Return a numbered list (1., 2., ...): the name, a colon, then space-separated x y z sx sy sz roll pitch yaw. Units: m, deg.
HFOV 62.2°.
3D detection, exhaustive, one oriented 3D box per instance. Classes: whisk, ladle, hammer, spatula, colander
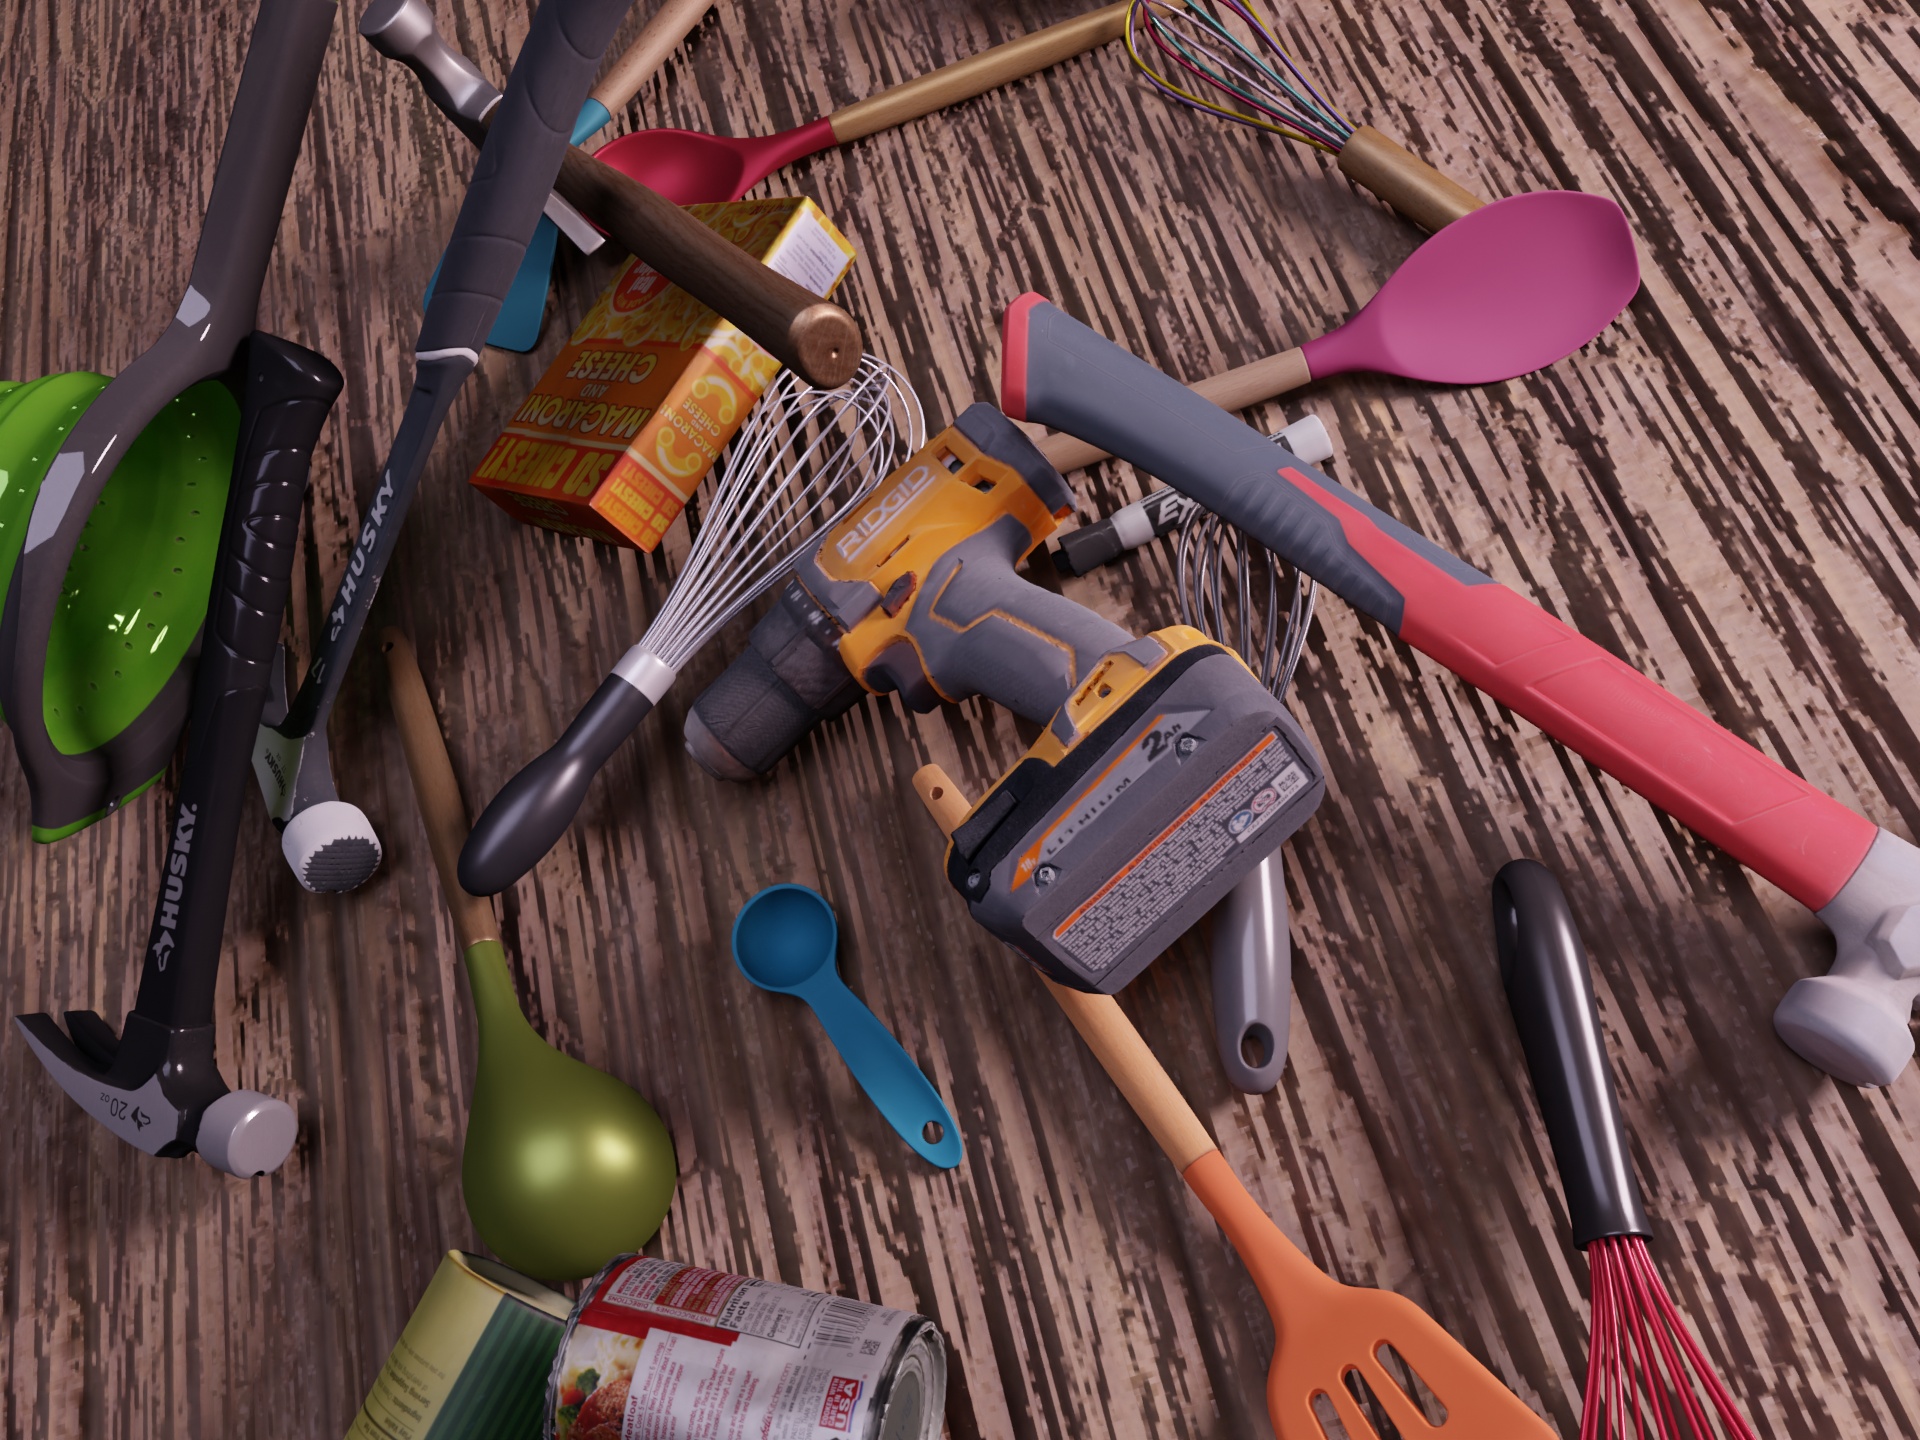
1. whisk: 0.108 0.016 0.586 0.055 0.055 0.239 -3 70 16
2. ladle: -0.039 -0.302 0.785 0.315 0.031 0.069 -18 73 6
3. whisk: 0.160 -0.267 0.701 0.047 0.051 0.245 -39 64 -10
4. hammer: -0.308 0.005 0.656 0.146 0.035 0.335 9 89 29
5. ladle: -0.196 0.079 0.656 0.078 0.062 0.320 -32 54 3
6. whisk: -0.110 -0.043 0.657 0.070 0.070 0.285 28 73 26
7. spatula: -0.174 -0.333 0.843 0.082 0.044 0.317 23 70 26
8. hammer: -0.215 -0.132 0.644 0.149 0.036 0.408 46 117 36
9. hammer: 0.179 -0.050 0.553 0.386 0.038 0.143 37 79 15
10. spatula: 0.066 0.130 0.546 0.081 0.041 0.323 -39 60 4
11. whisk: 0.200 0.176 0.476 0.073 0.073 0.296 -11 58 12
12. colander: -0.348 -0.150 0.653 0.094 0.204 0.397 20 104 -5
13. hammer: -0.140 -0.212 0.661 0.031 0.129 0.332 -48 51 -1

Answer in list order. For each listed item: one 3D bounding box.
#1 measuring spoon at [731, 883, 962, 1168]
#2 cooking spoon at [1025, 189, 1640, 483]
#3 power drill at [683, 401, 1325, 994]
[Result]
1. measuring spoon: -0.039 0.117 0.602 0.042 0.021 0.129 -39 70 -4
2. cooking spoon: 0.118 -0.139 0.660 0.319 0.017 0.068 -19 104 11
3. power drill: -0.001 -0.002 0.585 0.185 0.084 0.226 -43 47 3
